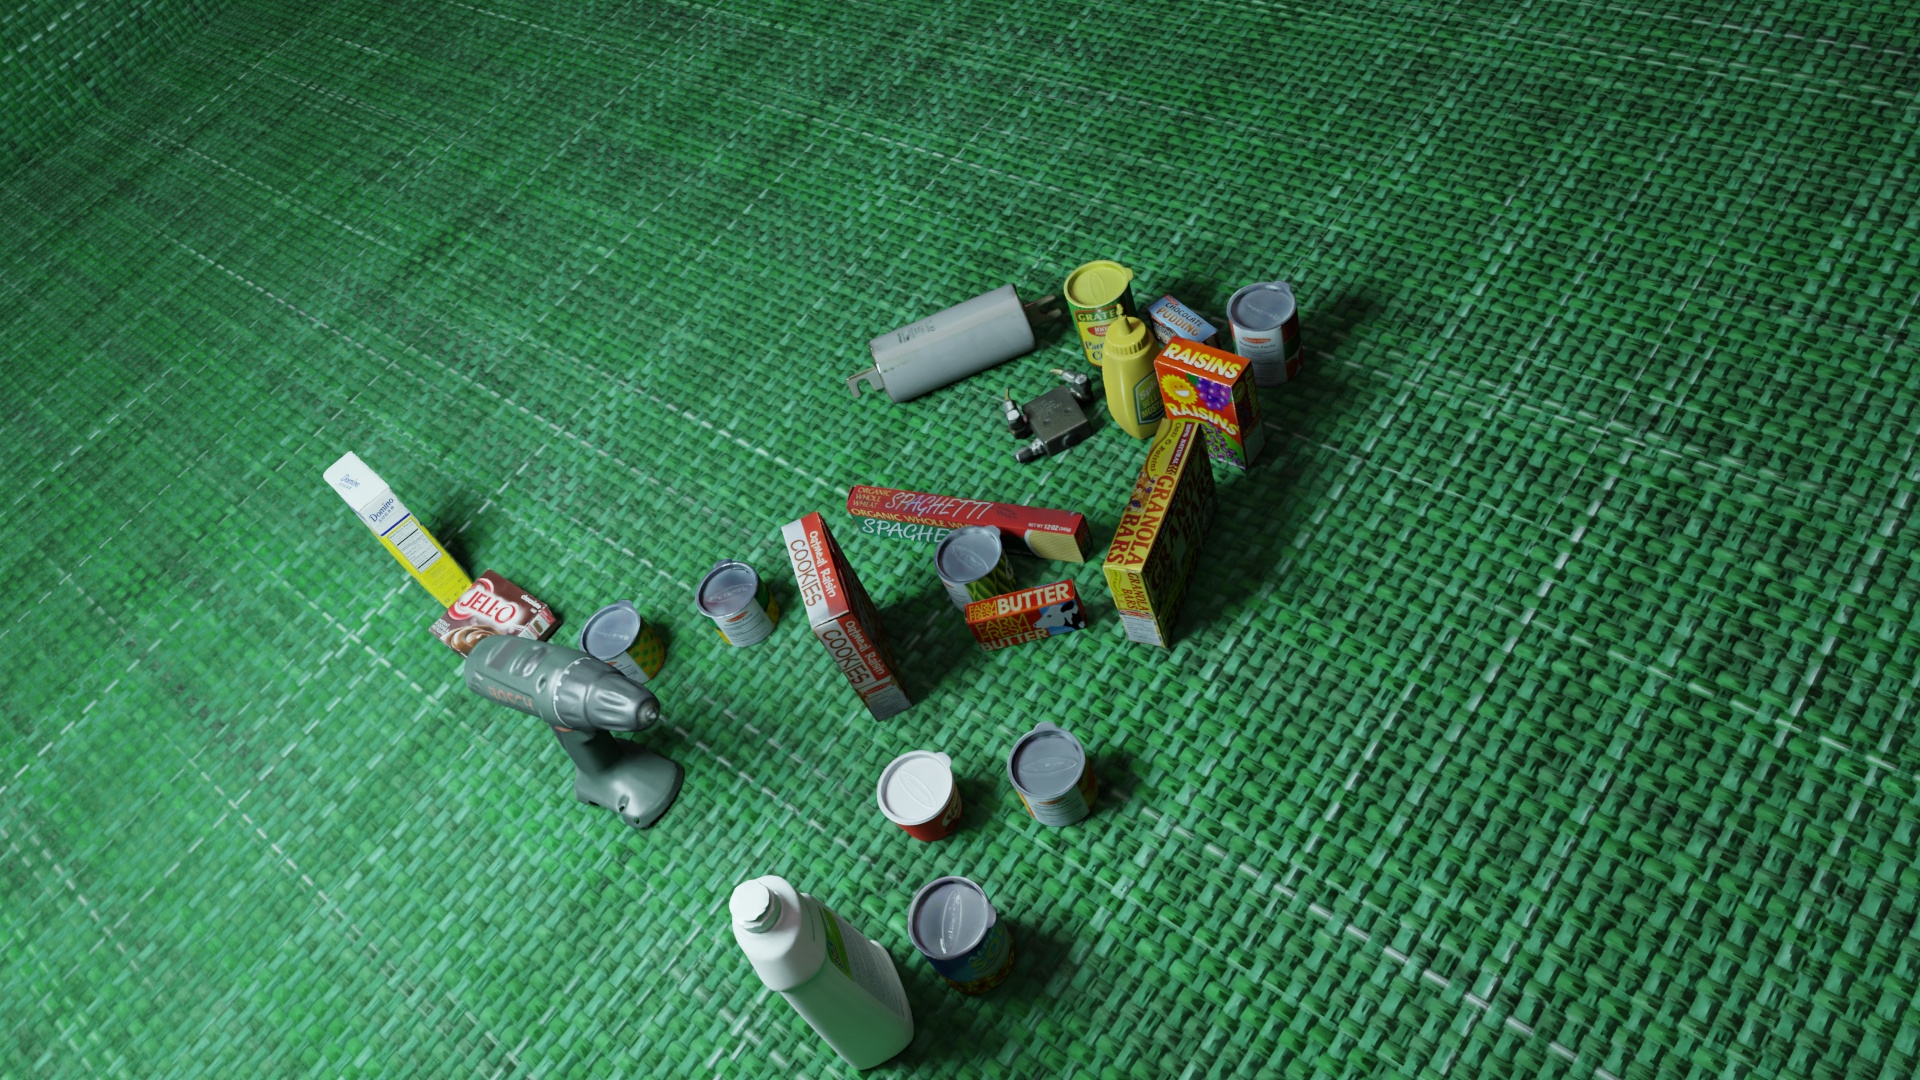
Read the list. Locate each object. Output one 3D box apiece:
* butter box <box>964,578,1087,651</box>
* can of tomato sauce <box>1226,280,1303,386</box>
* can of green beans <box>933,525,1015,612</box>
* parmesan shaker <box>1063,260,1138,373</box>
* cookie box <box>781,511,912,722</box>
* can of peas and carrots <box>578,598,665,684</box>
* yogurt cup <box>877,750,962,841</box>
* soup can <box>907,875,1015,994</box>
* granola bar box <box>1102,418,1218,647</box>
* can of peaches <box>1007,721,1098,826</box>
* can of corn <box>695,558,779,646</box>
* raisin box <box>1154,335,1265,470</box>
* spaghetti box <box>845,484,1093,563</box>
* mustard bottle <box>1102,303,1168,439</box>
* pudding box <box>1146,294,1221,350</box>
[{"bbox_3d":[0.060,0.069,1.269,0.103,0.053,0.024,-14,51,9],"label":"butter box"},{"bbox_3d":[0.303,-0.204,1.371,0.071,0.082,0.071,-10,52,13],"label":"can of tomato sauce"},{"bbox_3d":[0.014,0.029,1.313,0.071,0.057,0.071,-10,52,13],"label":"can of green beans"},{"bbox_3d":[0.153,-0.229,1.431,0.071,0.102,0.071,-10,52,13],"label":"parmesan shaker"},{"bbox_3d":[-0.101,0.070,1.252,0.040,0.166,0.123,-24,50,1],"label":"cookie box"},{"bbox_3d":[-0.335,0.103,1.381,0.071,0.058,0.071,-10,52,13],"label":"can of peas and carrots"},{"bbox_3d":[-0.031,0.221,1.185,0.072,0.053,0.073,-10,52,13],"label":"yogurt cup"},{"bbox_3d":[0.005,0.310,1.086,0.071,0.083,0.072,-10,52,13],"label":"soup can"},{"bbox_3d":[0.182,-0.006,1.237,0.039,0.123,0.166,10,58,26],"label":"granola bar box"},{"bbox_3d":[0.078,0.196,1.163,0.071,0.057,0.071,-10,52,13],"label":"can of peaches"},{"bbox_3d":[-0.220,0.061,1.372,0.071,0.058,0.071,-10,52,13],"label":"can of corn"},{"bbox_3d":[0.237,-0.130,1.311,0.086,0.123,0.040,25,66,33],"label":"raisin box"},{"bbox_3d":[0.005,-0.017,1.356,0.250,0.050,0.029,8,58,25],"label":"spaghetti box"},{"bbox_3d":[0.168,-0.167,1.341,0.065,0.159,0.049,-38,51,-10],"label":"mustard bottle"},{"bbox_3d":[0.231,-0.211,1.424,0.030,0.049,0.084,-36,51,-8],"label":"pudding box"}]
